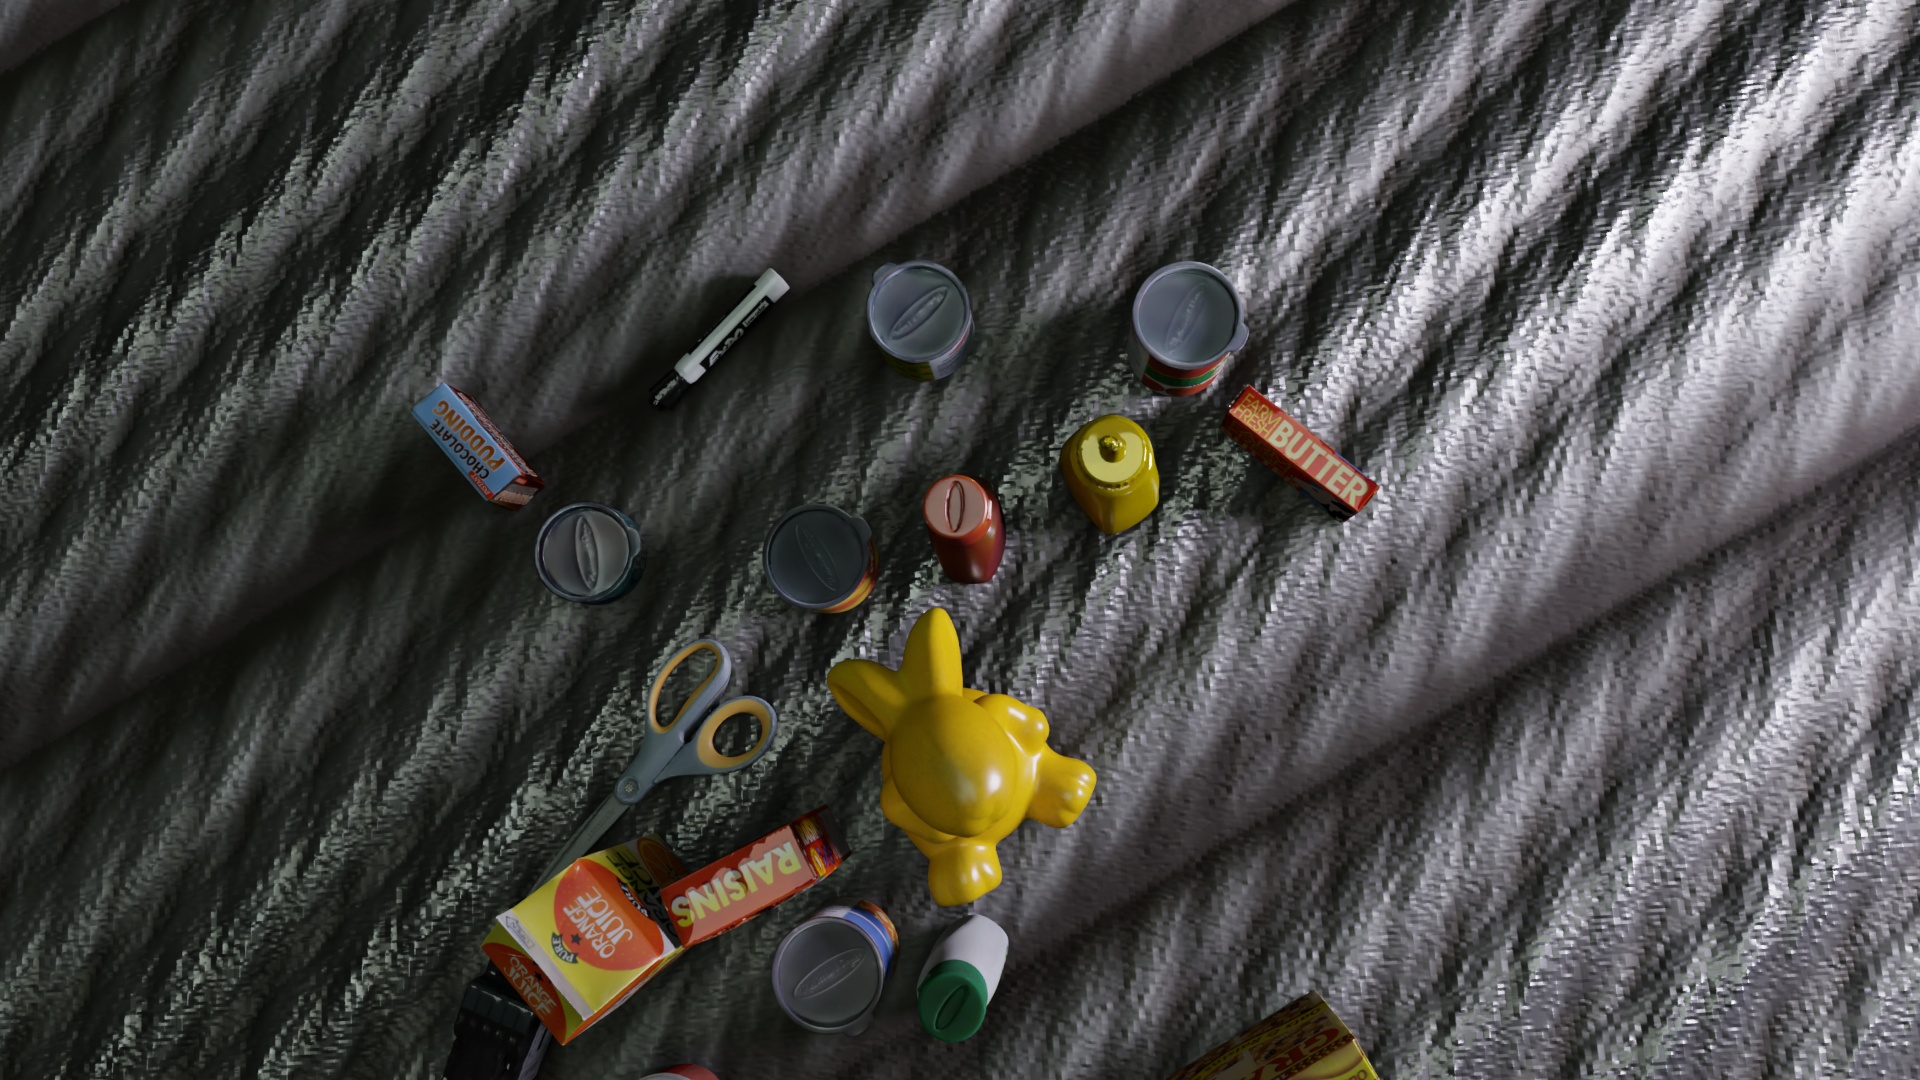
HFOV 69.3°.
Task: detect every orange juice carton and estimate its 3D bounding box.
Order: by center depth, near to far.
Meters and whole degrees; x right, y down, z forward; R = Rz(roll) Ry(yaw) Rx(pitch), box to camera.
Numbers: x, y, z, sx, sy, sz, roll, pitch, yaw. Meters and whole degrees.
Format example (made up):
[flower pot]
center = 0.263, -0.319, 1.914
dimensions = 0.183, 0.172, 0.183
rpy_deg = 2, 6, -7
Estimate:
[orange juice carton]
center = -0.205, 0.226, 0.796
dimensions = 0.073, 0.192, 0.072
rpy_deg = -42, 82, -1

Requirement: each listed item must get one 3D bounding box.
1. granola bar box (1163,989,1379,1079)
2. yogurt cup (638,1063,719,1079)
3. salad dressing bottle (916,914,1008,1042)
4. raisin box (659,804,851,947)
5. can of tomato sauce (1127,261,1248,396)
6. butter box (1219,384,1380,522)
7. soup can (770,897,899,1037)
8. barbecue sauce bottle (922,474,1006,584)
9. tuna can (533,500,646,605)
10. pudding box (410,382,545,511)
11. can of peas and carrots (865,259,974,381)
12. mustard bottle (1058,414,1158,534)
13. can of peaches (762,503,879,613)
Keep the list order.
[granola bar box]
center = 0.153, 0.328, 0.793
dimensions = 0.165, 0.124, 0.039
rpy_deg = -31, 82, 0
[yogurt cup]
center = -0.174, 0.354, 0.847
dimensions = 0.072, 0.054, 0.072
rpy_deg = 0, 83, 4
[salad dressing bottle]
center = 0.000, 0.254, 0.801
dimensions = 0.044, 0.147, 0.064
rpy_deg = 35, 87, 7
[raisin box]
center = -0.119, 0.198, 0.828
dimensions = 0.086, 0.123, 0.040
rpy_deg = -27, 82, 1
[can of tomato sauce]
center = 0.141, -0.130, 0.872
dimensions = 0.071, 0.083, 0.071
rpy_deg = 0, 83, 4
[butter box]
center = 0.211, -0.053, 0.872
dimensions = 0.103, 0.053, 0.024
rpy_deg = 39, 88, 8
[soup can]
center = -0.072, 0.257, 0.838
dimensions = 0.071, 0.083, 0.071
rpy_deg = 0, 83, 4
[barbecue sauce bottle]
center = 0.003, -0.010, 0.833
dimensions = 0.044, 0.148, 0.065
rpy_deg = 3, 84, 4
[tuna can]
center = -0.238, 0.008, 0.906
dimensions = 0.071, 0.033, 0.071
rpy_deg = 0, 83, 4
[pudding box]
center = -0.316, -0.061, 0.911
dimensions = 0.030, 0.049, 0.084
rpy_deg = -42, 82, -1
[can of peas and carrots]
center = -0.027, -0.142, 0.897
dimensions = 0.071, 0.058, 0.071
rpy_deg = 0, 83, 4
[mustard bottle]
center = 0.090, -0.043, 0.825
dimensions = 0.049, 0.160, 0.065
rpy_deg = -34, 82, 0
[can of peaches]
center = -0.085, 0.012, 0.882
dimensions = 0.071, 0.058, 0.071
rpy_deg = 0, 83, 4
